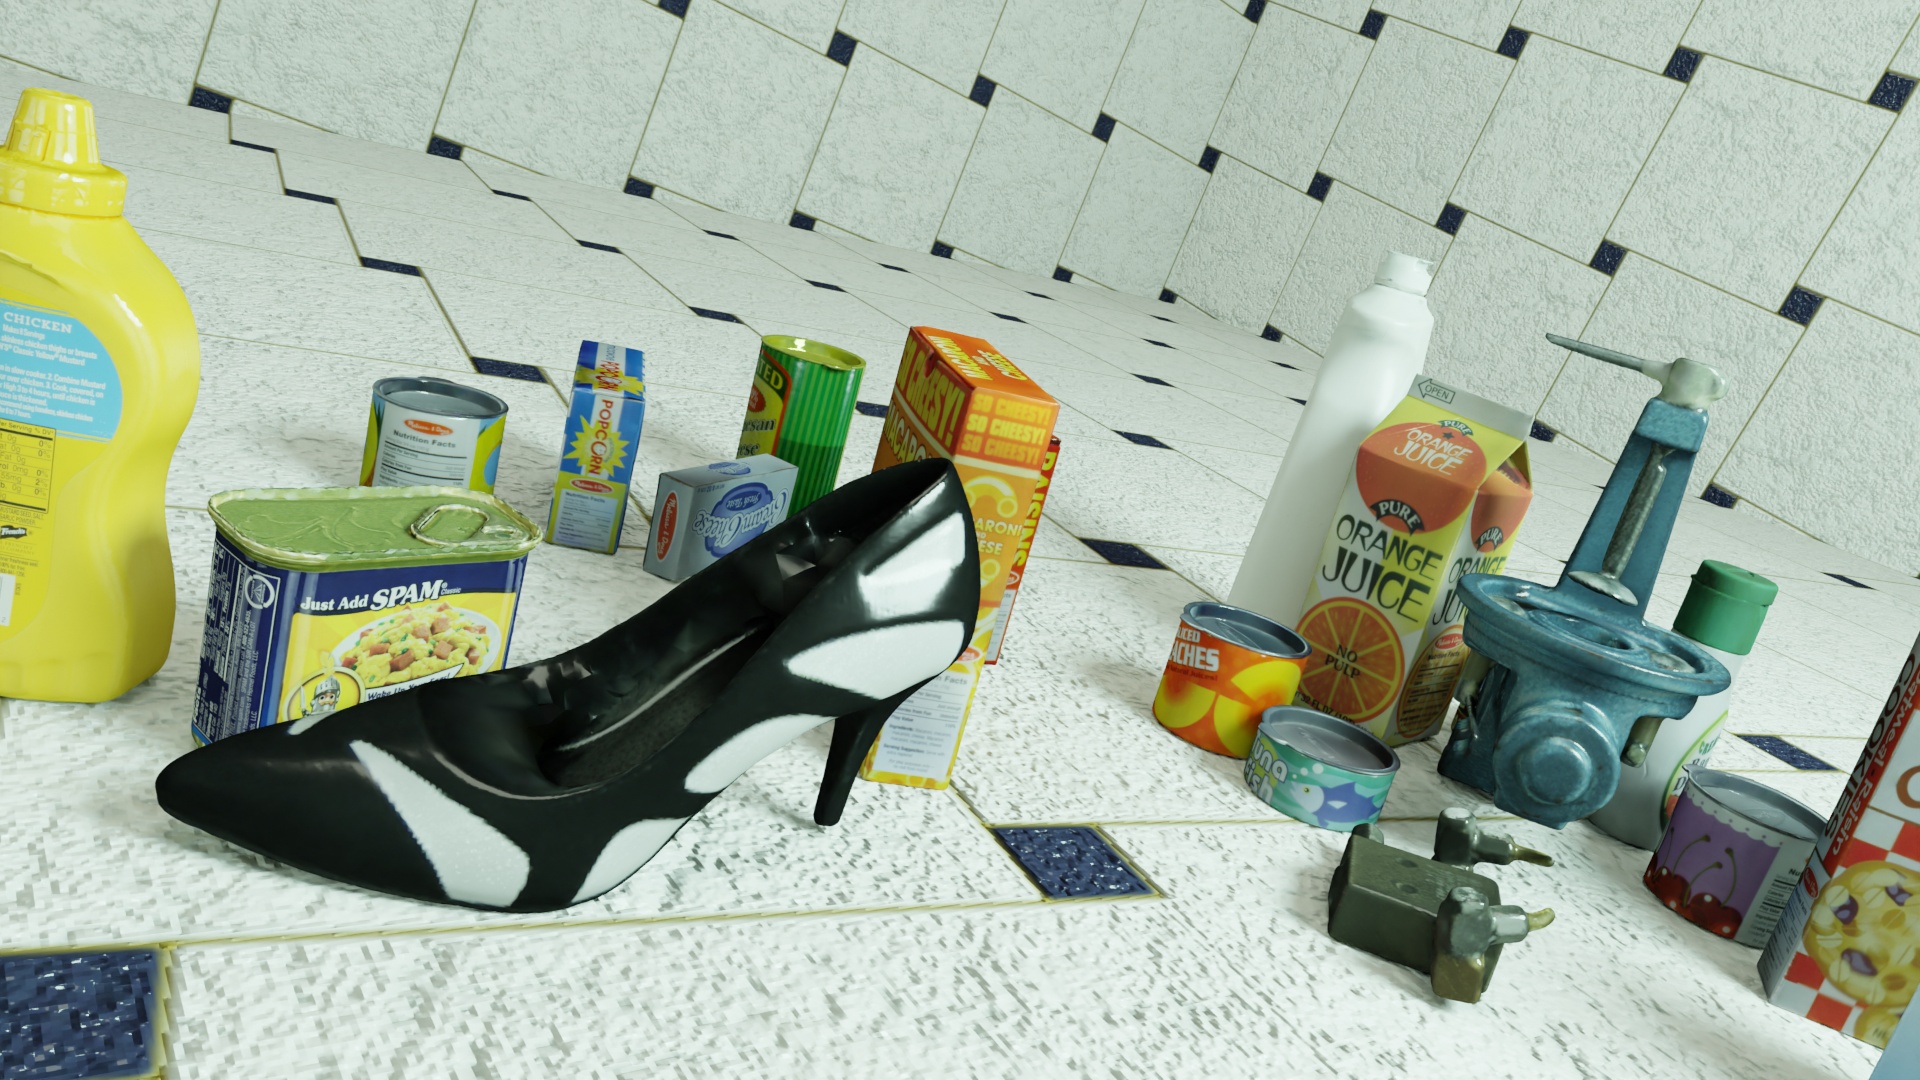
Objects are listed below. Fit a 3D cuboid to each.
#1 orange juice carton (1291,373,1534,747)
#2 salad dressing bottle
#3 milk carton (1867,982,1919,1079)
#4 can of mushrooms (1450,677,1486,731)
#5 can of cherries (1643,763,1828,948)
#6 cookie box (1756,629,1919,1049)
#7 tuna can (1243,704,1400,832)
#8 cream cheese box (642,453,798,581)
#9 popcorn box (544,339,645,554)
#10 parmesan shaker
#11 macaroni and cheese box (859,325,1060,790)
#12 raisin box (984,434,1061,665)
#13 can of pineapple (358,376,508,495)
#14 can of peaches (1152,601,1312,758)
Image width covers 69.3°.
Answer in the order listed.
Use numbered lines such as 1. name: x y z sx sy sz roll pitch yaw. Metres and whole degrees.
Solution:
1. orange juice carton: 0.247 0.011 0.759 0.073 0.192 0.072 -1 22 -45
2. salad dressing bottle: 0.367 0.084 0.707 0.064 0.147 0.044 -1 22 -46
3. milk carton: 0.374 0.138 0.450 0.073 0.190 0.072 4 19 -36
4. can of mushrooms: 0.317 0.104 0.797 0.071 0.033 0.071 14 16 -4
5. can of cherries: 0.363 0.147 0.651 0.071 0.058 0.072 14 16 -4
6. cookie box: 0.419 0.133 0.554 0.123 0.167 0.040 21 16 18
7. tuna can: 0.167 0.106 0.651 0.071 0.032 0.071 14 16 -4
8. cream cheese box: -0.128 -0.014 0.745 0.024 0.053 0.104 21 17 20
9. popcorn box: -0.198 -0.054 0.759 0.038 0.085 0.127 11 16 -16
10. parmesan shaker: -0.102 -0.069 0.865 0.071 0.102 0.071 14 16 -4
11. macaroni and cheese box: -0.015 0.002 0.592 0.040 0.166 0.124 11 16 -17
12. raisin box: 0.003 -0.009 0.724 0.040 0.123 0.086 7 18 -28
13. can of pineapple: -0.272 -0.048 0.718 0.071 0.057 0.071 14 16 -4
14. can of peaches: 0.134 0.069 0.699 0.071 0.058 0.071 14 16 -4
